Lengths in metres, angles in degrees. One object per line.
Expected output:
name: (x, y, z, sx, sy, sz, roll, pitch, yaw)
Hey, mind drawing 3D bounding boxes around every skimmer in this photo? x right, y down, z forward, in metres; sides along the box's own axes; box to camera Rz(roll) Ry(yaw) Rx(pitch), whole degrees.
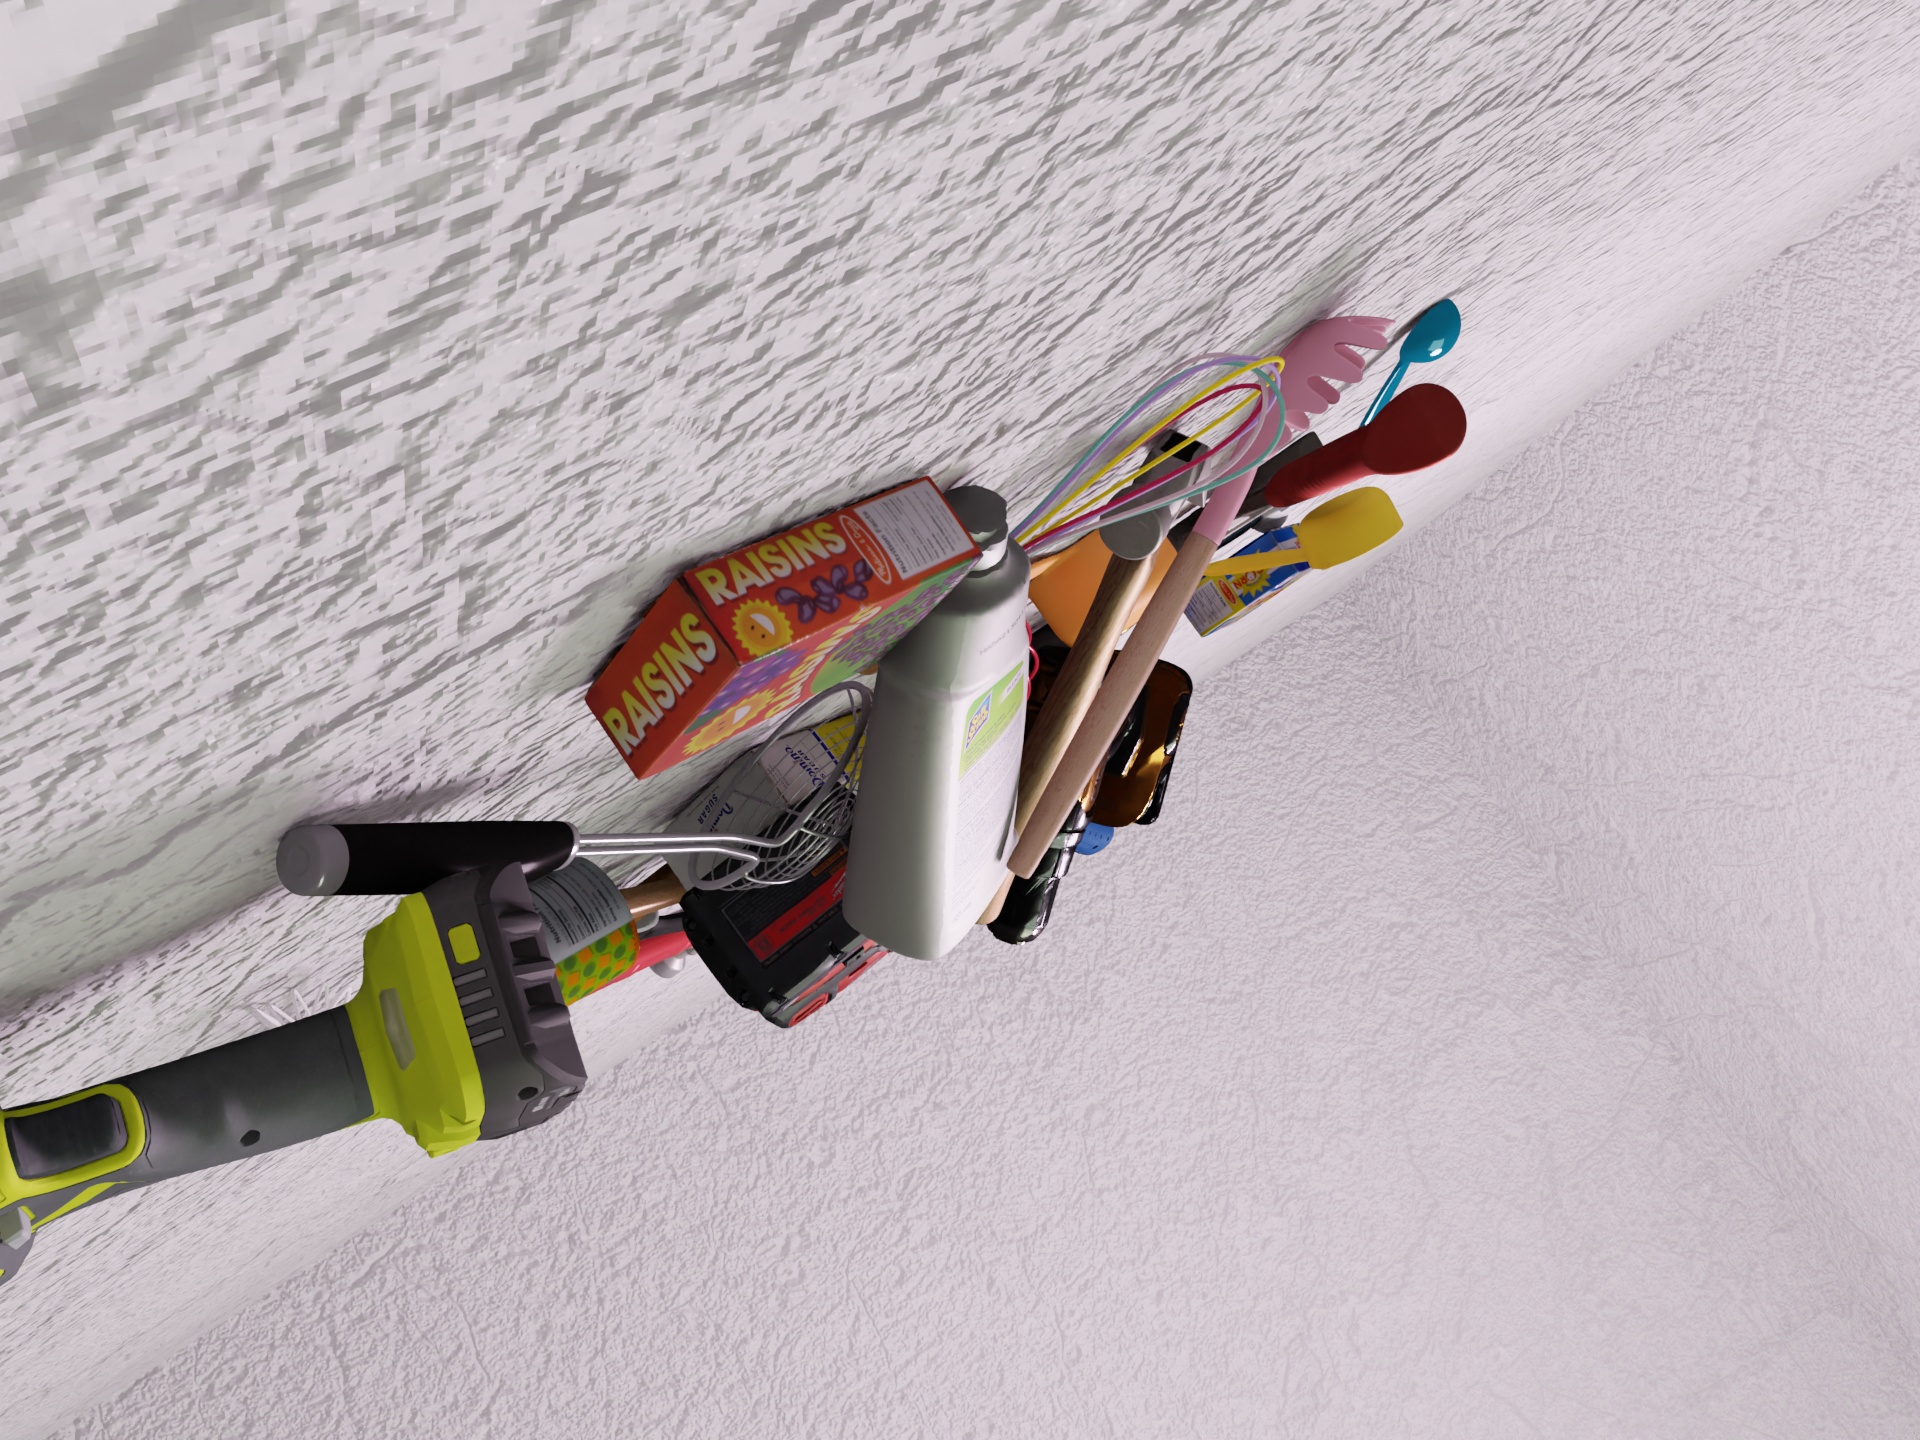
skimmer: (-0.143, 0.028, 0.661, 0.127, 0.090, 0.363, -41, 162, 18)

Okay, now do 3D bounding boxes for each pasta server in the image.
pasta server: (0.111, -0.060, 0.764, 0.316, 0.040, 0.060, -61, 178, 3)

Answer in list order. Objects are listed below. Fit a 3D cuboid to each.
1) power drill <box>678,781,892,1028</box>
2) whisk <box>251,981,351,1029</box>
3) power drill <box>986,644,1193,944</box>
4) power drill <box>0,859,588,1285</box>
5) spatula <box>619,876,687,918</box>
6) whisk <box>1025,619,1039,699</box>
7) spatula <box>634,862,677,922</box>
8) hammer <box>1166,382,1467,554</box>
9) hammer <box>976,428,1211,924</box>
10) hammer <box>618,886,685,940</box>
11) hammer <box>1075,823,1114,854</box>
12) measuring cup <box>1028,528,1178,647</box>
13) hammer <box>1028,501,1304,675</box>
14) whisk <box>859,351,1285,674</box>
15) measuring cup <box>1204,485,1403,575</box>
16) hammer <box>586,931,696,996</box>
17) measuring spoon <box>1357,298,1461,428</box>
power drill: (-0.061, 0.102, 0.931, 0.188, 0.080, 0.226, -38, 168, -6)
whisk: (-0.304, 0.160, 0.763, 0.059, 0.057, 0.246, -64, -171, -20)
power drill: (0.079, 0.041, 1.046, 0.226, 0.084, 0.185, -14, 119, -70)
power drill: (-0.236, 0.115, 0.474, 0.228, 0.080, 0.190, -16, 167, -24)
spatula: (-0.173, 0.109, 0.923, 0.317, 0.044, 0.082, -11, 142, -56)
whisk: (-0.001, -0.003, 0.879, 0.073, 0.073, 0.295, -33, 167, -12)
spatula: (-0.240, 0.136, 0.947, 0.322, 0.041, 0.081, -39, -156, -24)
hammer: (0.201, -0.141, 0.891, 0.149, 0.036, 0.359, -33, -176, -5)
hammer: (0.058, -0.010, 0.851, 0.130, 0.031, 0.331, -52, 167, -50)
hammer: (-0.099, 0.128, 1.117, 0.336, 0.034, 0.127, -6, 160, -30)
hammer: (0.035, 0.063, 1.198, 0.144, 0.035, 0.405, -38, 158, 10)
measuring cup: (0.069, -0.071, 0.901, 0.095, 0.052, 0.173, -38, 175, 29)
hammer: (0.113, -0.085, 1.117, 0.331, 0.033, 0.128, -33, 175, -11)
whisk: (0.041, -0.084, 0.694, 0.245, 0.051, 0.047, -33, -161, 31)
measuring cup: (0.191, -0.109, 0.941, 0.062, 0.029, 0.156, -36, -163, -30)
hammer: (-0.257, 0.178, 1.173, 0.143, 0.038, 0.386, -38, 173, 16)
measuring spoon: (0.271, -0.201, 0.972, 0.042, 0.021, 0.128, -33, 160, -32)
